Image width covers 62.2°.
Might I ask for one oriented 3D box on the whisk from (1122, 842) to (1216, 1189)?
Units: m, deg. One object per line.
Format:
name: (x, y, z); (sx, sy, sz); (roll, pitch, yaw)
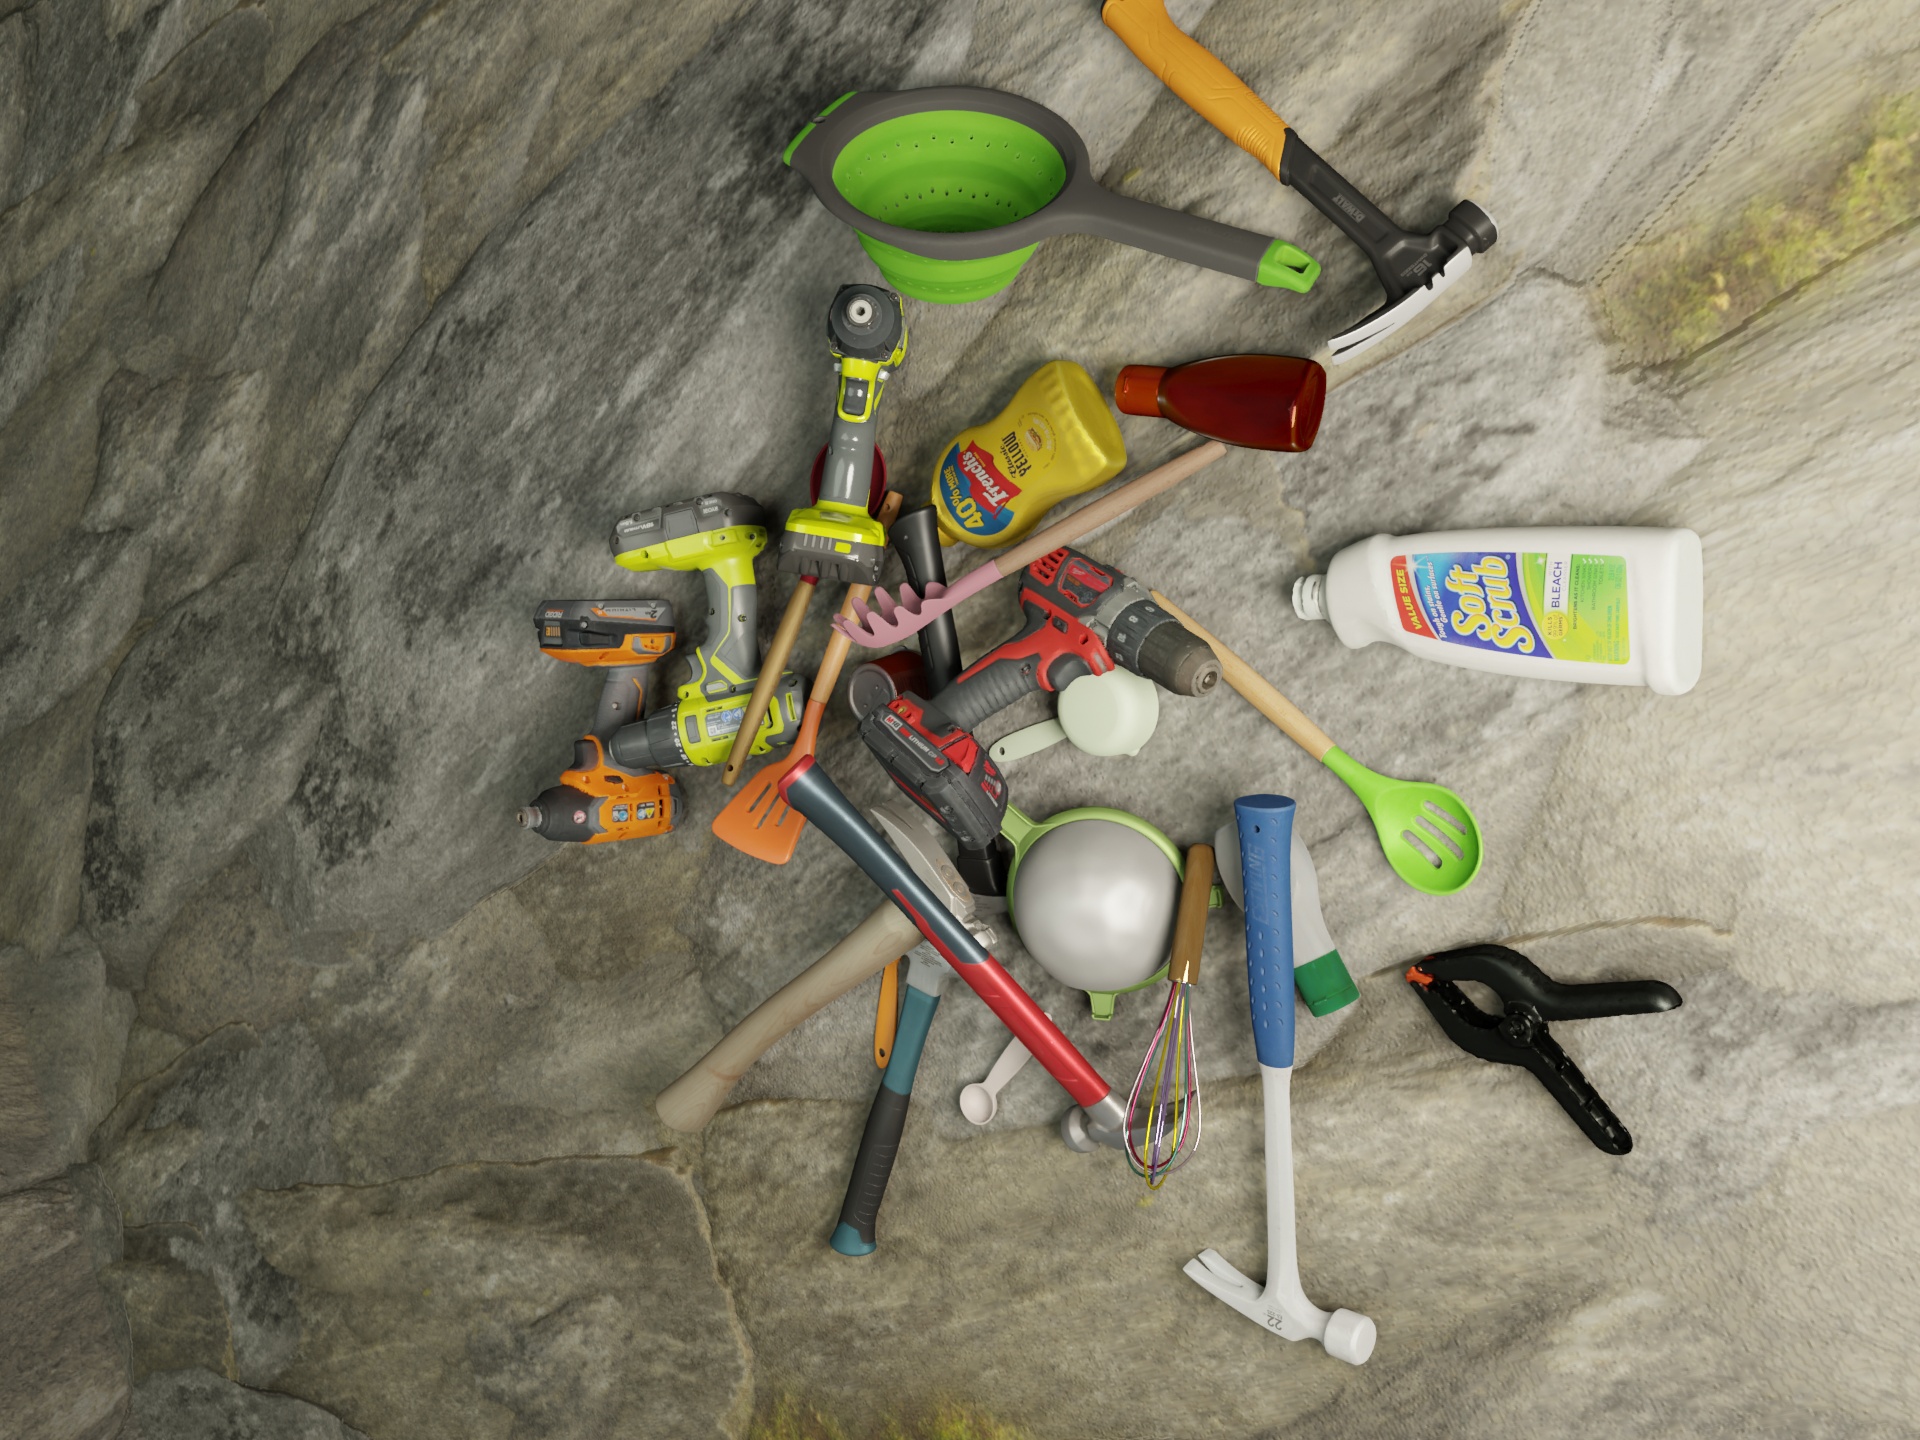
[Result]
whisk: (0.155, 0.209, 1.134); (0.051, 0.047, 0.245); (-9, 67, 58)

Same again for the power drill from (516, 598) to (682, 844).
power drill: (-0.338, 0.002, 1.470); (0.084, 0.164, 0.226); (5, 97, 42)

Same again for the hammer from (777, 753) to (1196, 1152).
hammer: (0.011, 0.171, 1.189); (0.386, 0.038, 0.143); (48, 143, -5)

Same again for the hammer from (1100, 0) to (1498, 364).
hammer: (0.199, -0.387, 1.070); (0.127, 0.034, 0.337); (-40, 66, 7)

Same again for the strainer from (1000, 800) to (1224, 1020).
strainer: (0.059, 0.110, 1.189); (0.256, 0.069, 0.151); (41, 114, 3)

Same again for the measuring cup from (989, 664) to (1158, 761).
measuring cup: (0.076, 0.004, 1.230); (0.167, 0.038, 0.083); (-24, 82, 38)

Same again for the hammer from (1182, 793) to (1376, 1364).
hammer: (0.216, 0.249, 1.119); (0.144, 0.035, 0.405); (7, 108, 42)

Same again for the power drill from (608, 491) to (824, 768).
power drill: (-0.234, -0.072, 1.403); (0.190, 0.080, 0.228); (-12, 87, 13)

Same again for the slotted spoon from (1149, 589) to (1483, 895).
slotted spoon: (0.240, 0.005, 1.113); (0.314, 0.031, 0.070); (45, 120, 27)

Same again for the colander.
colander: (0.064, -0.348, 1.158); (0.397, 0.205, 0.094); (22, 144, 17)

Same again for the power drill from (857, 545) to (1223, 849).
power drill: (0.060, -0.015, 1.140); (0.227, 0.080, 0.188); (-43, 47, -9)

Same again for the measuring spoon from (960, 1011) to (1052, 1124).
measuring spoon: (0.042, 0.285, 1.312); (0.034, 0.018, 0.124); (45, 113, 24)

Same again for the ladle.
ladle: (-0.138, -0.091, 1.338); (0.069, 0.031, 0.315); (23, 92, 18)

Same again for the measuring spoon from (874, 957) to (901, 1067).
measuring spoon: (-0.066, 0.249, 1.388); (0.021, 0.011, 0.117); (13, 103, 36)

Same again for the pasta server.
pasta server: (0.048, -0.132, 1.170); (0.316, 0.060, 0.040); (-28, 109, 14)

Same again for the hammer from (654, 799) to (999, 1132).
hammer: (-0.144, 0.233, 1.364); (0.410, 0.038, 0.146); (-42, 78, 30)

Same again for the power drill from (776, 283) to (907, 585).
power drill: (-0.086, -0.221, 1.232); (0.080, 0.171, 0.223); (9, 96, -1)

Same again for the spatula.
spatula: (-0.114, -0.040, 1.324); (0.081, 0.041, 0.322); (23, 95, 25)

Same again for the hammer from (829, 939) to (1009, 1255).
hammer: (-0.057, 0.328, 1.374); (0.128, 0.033, 0.331); (25, 112, 25)

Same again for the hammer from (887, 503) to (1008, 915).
hammer: (-0.002, -0.004, 1.257); (0.146, 0.035, 0.334); (-1, 106, 37)
